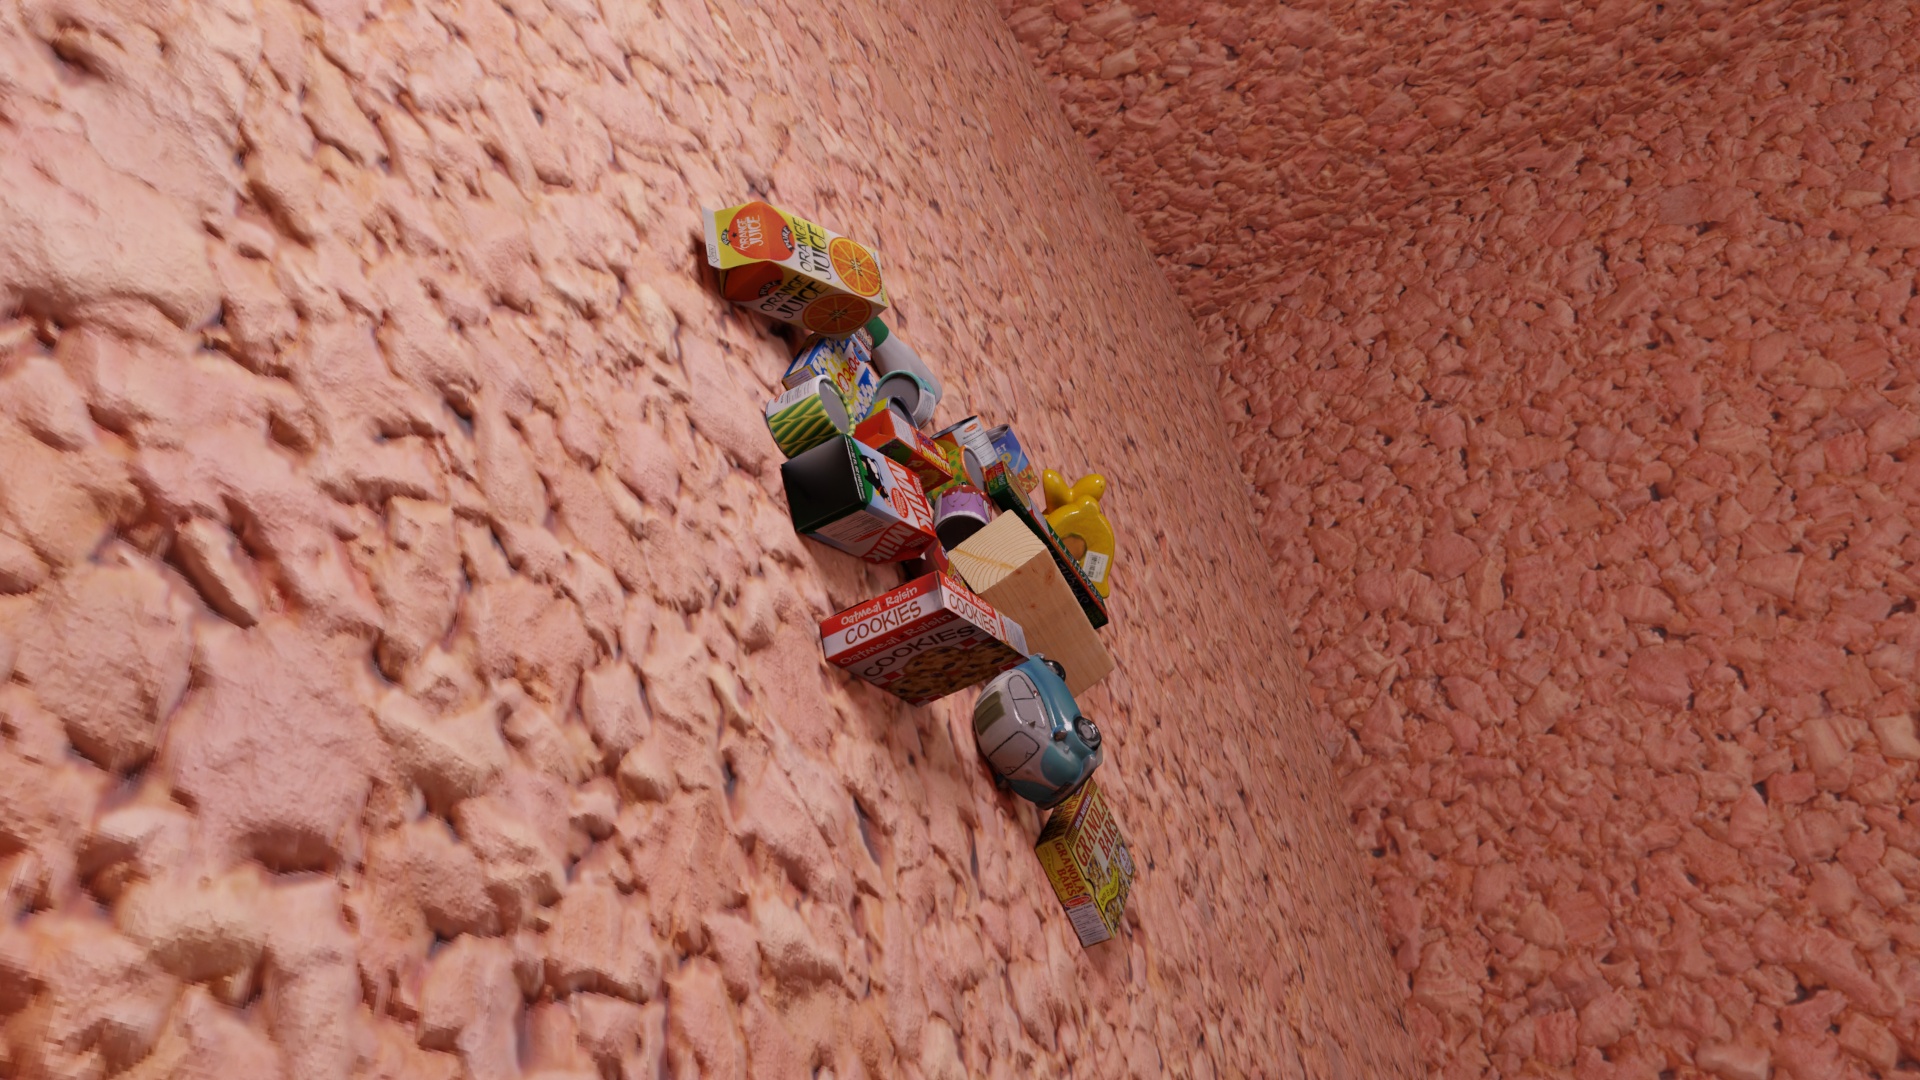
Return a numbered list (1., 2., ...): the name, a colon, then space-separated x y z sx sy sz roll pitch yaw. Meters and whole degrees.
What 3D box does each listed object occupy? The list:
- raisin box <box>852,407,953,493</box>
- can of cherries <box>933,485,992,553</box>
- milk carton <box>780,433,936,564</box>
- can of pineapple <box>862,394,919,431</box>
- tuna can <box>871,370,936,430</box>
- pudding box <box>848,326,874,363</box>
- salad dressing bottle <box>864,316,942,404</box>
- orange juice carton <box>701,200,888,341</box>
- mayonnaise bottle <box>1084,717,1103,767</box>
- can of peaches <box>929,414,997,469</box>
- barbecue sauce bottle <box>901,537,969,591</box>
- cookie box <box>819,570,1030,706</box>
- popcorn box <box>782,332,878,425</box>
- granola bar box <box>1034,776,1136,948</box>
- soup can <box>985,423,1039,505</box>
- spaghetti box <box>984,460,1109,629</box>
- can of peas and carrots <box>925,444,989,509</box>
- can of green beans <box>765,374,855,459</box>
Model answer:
1. raisin box: -0.074 -0.078 1.388 0.123 0.086 0.040 32 34 -57
2. can of cherries: 0.006 -0.019 1.547 0.071 0.071 0.059 54 22 -31
3. milk carton: -0.085 -0.032 1.326 0.190 0.073 0.072 28 42 -60
4. can of pineapple: -0.081 -0.111 1.449 0.070 0.058 0.071 53 24 -34
5. tuna can: -0.065 -0.154 1.532 0.033 0.071 0.071 21 49 -63
6. pudding box: -0.129 -0.232 1.505 0.083 0.030 0.050 54 24 -29
7. salad dressing bottle: -0.077 -0.208 1.594 0.147 0.044 0.064 48 28 -38
8. orange juice carton: -0.167 -0.263 1.336 0.193 0.072 0.072 14 55 -44
9. mayonnaise bottle: 0.121 0.235 1.594 0.148 0.041 0.065 17 54 -65
10. can of peaches: 0.002 -0.109 1.652 0.058 0.071 0.071 63 20 -9
11. barbecue sauce bottle: -0.010 0.063 1.454 0.148 0.043 0.065 59 12 -20
12. cookie box: -0.030 0.091 1.253 0.167 0.123 0.040 37 34 -54
13. popcorn box: -0.130 -0.160 1.408 0.085 0.038 0.127 57 22 -21
14. granola bar box: 0.140 0.348 1.521 0.124 0.039 0.166 64 19 -6
15. soup can: 0.052 -0.094 1.759 0.083 0.071 0.072 60 20 -17
16. spaghetti box: 0.105 0.010 1.639 0.249 0.028 0.050 52 16 -32
17. can of peas and carrots: -0.006 -0.067 1.591 0.070 0.058 0.071 51 24 -34
18. can of green beans: -0.140 -0.114 1.303 0.071 0.057 0.071 52 24 -35
